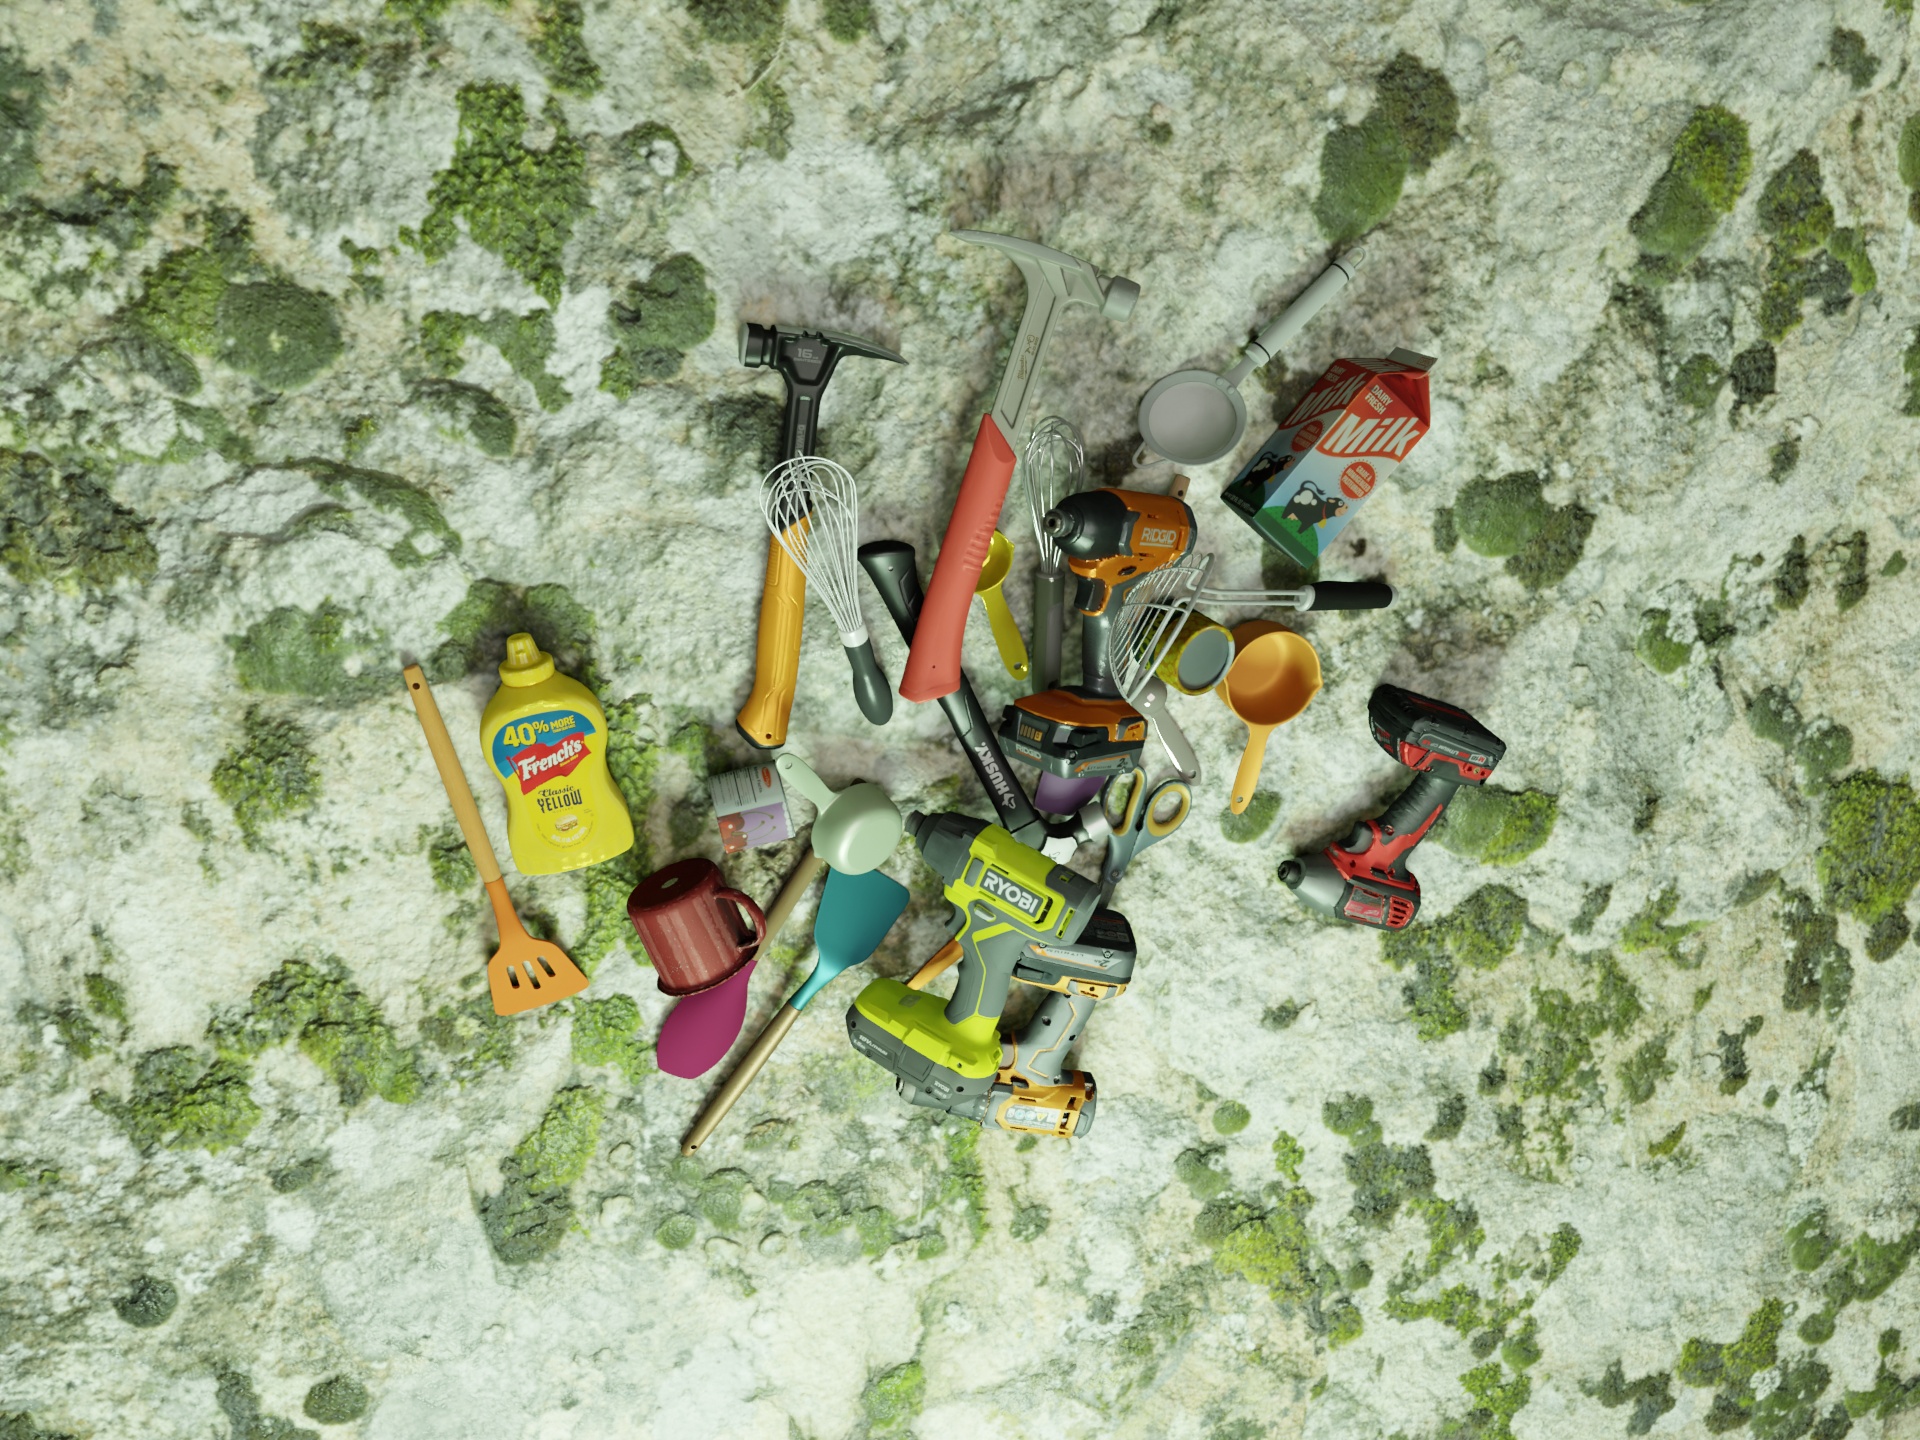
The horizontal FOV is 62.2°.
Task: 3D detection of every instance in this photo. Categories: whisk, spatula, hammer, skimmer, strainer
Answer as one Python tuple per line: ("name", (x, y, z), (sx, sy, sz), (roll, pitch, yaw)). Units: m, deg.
("whisk", (-0.089, -0.092, 1.222), (0.070, 0.070, 0.284), (-22, 138, -6))
("spatula", (0.136, -0.059, 1.357), (0.059, 0.018, 0.315), (12, 109, -20))
("hammer", (0.011, -0.186, 1.224), (0.149, 0.037, 0.359), (18, 103, -2))
("skimmer", (0.254, -0.078, 1.272), (0.363, 0.090, 0.127), (-4, 136, -40))
("whisk", (0.074, -0.128, 1.298), (0.058, 0.059, 0.246), (-22, 124, -37))
("spatula", (-0.160, 0.264, 1.407), (0.082, 0.044, 0.317), (29, 106, -26))
("strainer", (0.234, -0.287, 1.279), (0.258, 0.050, 0.087), (-45, 73, 0))
("hammer", (-0.002, -0.004, 1.328), (0.146, 0.035, 0.334), (-27, 115, 2))
("hammer", (-0.126, -0.135, 1.243), (0.127, 0.034, 0.336), (4, 111, -16))
("spatula", (-0.384, 0.102, 1.276), (0.081, 0.041, 0.322), (-18, 111, -9))

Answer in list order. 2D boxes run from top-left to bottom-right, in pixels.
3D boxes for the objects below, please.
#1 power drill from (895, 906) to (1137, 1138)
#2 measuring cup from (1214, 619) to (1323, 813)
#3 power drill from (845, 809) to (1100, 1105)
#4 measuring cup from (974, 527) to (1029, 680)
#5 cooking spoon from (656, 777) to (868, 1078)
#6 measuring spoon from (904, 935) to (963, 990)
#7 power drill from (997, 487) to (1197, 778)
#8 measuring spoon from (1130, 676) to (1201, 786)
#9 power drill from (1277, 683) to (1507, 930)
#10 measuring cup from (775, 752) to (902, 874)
("power drill", (0.050, 0.273, 1.437), (0.185, 0.084, 0.226), (10, 114, -10))
("measuring cup", (0.254, -0.005, 1.395), (0.095, 0.052, 0.173), (4, 112, -17))
("power drill", (-0.003, 0.194, 1.339), (0.171, 0.080, 0.223), (29, 109, 13))
("measuring cup", (0.026, -0.098, 1.312), (0.062, 0.029, 0.156), (-25, 128, -4))
("cooking spoon", (-0.167, 0.182, 1.371), (0.068, 0.017, 0.319), (27, 102, -29))
("measuring spoon", (-0.016, 0.219, 1.433), (0.117, 0.011, 0.021), (-41, 117, 3))
("power drill", (0.102, -0.073, 1.260), (0.164, 0.084, 0.226), (-2, 109, -50))
("measuring spoon", (0.187, 0.014, 1.401), (0.034, 0.018, 0.124), (-33, 117, -1))
("power drill", (0.389, 0.086, 1.460), (0.143, 0.079, 0.219), (16, 109, -21))
("measuring cup", (-0.100, 0.073, 1.295), (0.083, 0.038, 0.167), (-46, 144, -5))
